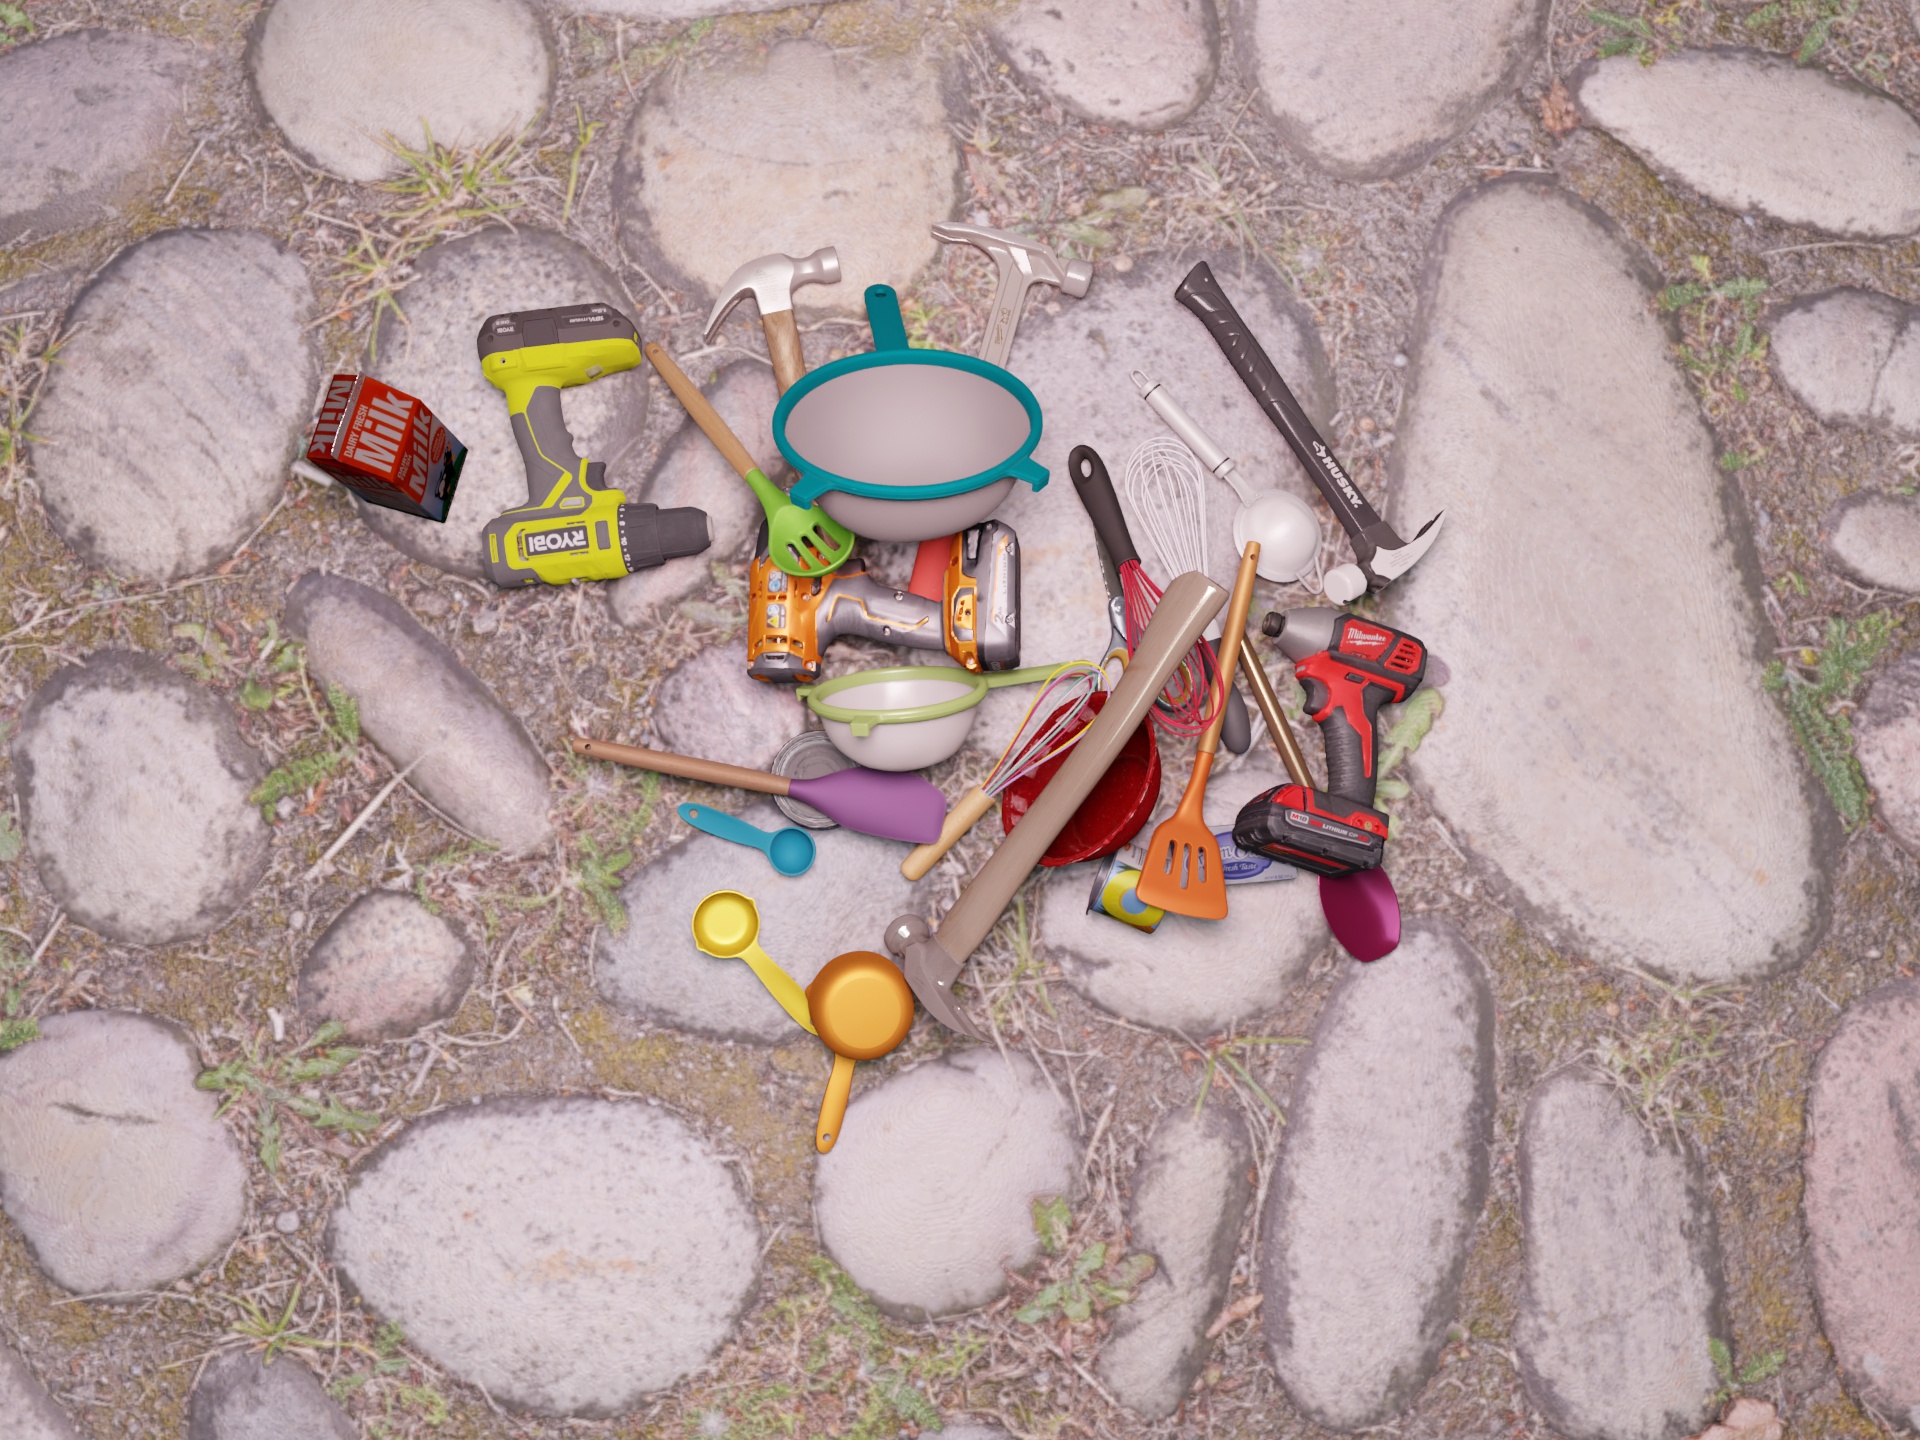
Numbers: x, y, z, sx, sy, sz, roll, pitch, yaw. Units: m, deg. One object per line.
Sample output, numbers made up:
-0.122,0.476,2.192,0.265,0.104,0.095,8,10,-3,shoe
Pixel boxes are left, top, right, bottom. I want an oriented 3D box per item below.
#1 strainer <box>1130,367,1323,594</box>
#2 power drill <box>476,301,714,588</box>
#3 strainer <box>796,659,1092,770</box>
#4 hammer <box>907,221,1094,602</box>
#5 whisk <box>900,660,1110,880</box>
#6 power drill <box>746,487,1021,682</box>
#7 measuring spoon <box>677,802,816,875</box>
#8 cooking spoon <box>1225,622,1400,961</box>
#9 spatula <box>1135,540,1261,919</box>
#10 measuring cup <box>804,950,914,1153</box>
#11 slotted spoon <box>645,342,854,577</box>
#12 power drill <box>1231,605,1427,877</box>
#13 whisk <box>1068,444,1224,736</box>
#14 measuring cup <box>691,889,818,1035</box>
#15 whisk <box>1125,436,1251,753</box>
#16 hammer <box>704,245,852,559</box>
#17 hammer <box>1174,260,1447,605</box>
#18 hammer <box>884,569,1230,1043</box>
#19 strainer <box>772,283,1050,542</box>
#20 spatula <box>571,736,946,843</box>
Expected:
0.237,-0.216,1.399,0.087,0.050,0.258,-39,84,-21,strainer
-0.317,-0.232,1.362,0.190,0.080,0.228,-8,87,-2,power drill
-0.002,-0.004,1.344,0.256,0.152,0.069,-9,106,-23,strainer
0.001,-0.256,1.395,0.149,0.036,0.359,16,84,0,hammer
0.034,0.043,1.340,0.047,0.051,0.245,37,103,-30,whisk
-0.065,-0.115,1.323,0.226,0.084,0.164,-1,81,6,power drill
-0.182,0.096,1.366,0.128,0.021,0.042,20,94,9,measuring spoon
0.300,0.058,1.383,0.069,0.017,0.319,-22,86,-13,cooking spoon
0.215,0.004,1.336,0.081,0.041,0.323,14,85,-7,spatula
-0.092,0.280,1.325,0.095,0.052,0.173,14,86,-9,measuring cup
-0.185,-0.222,1.333,0.070,0.031,0.314,-35,62,-9,slotted spoon
0.307,0.011,1.346,0.143,0.078,0.220,18,74,-9,power drill
0.150,-0.115,1.345,0.073,0.073,0.296,-18,65,-4,whisk
-0.167,0.208,1.353,0.062,0.029,0.156,-41,99,-7,measuring cup
0.203,-0.107,1.381,0.070,0.070,0.284,-16,90,-4,whisk
-0.138,-0.246,1.391,0.130,0.031,0.331,-12,85,-4,hammer
0.293,-0.264,1.392,0.146,0.035,0.335,-26,78,-30,hammer
0.088,0.063,1.267,0.038,0.146,0.410,26,104,-40,hammer
-0.050,-0.246,1.313,0.211,0.095,0.341,-5,41,-6,strainer
-0.168,0.049,1.332,0.316,0.018,0.060,11,83,-2,spatula
